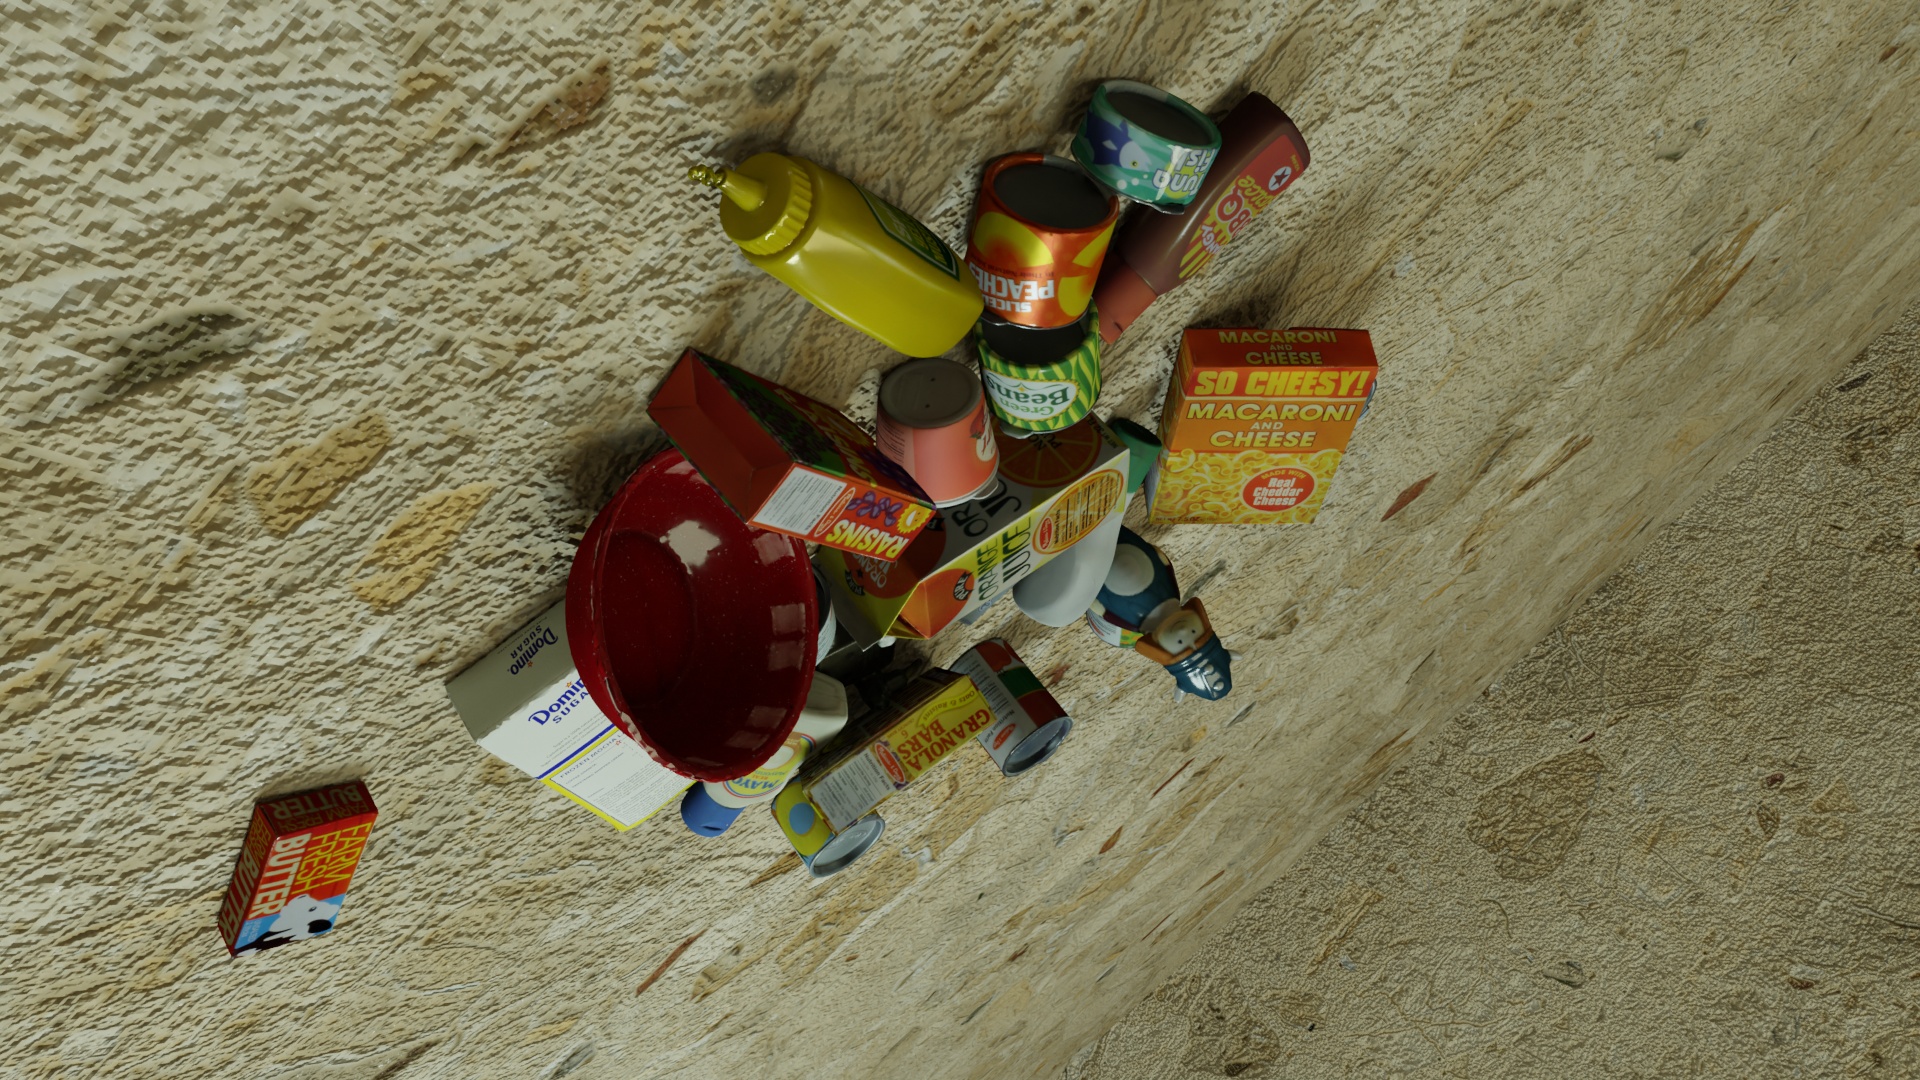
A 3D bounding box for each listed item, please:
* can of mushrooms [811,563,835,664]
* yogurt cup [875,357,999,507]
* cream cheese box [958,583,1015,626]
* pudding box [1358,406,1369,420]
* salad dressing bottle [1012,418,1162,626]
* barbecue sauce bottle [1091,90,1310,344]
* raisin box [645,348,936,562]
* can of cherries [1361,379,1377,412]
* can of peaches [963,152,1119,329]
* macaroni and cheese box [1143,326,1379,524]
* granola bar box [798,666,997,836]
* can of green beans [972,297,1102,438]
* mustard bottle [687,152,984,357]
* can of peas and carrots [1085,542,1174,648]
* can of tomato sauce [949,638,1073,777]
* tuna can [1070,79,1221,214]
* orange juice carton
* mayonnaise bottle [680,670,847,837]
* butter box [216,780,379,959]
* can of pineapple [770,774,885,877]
[{"bbox_3d":[-0.105,0.042,0.768,0.071,0.071,0.033,-32,153,-16],"label":"can of mushrooms"},{"bbox_3d":[-0.014,-0.059,0.733,0.072,0.072,0.053,-30,143,-21],"label":"yogurt cup"},{"bbox_3d":[-0.001,0.023,0.915,0.053,0.024,0.103,-45,153,8],"label":"cream cheese box"},{"bbox_3d":[0.282,-0.091,1.103,0.083,0.030,0.049,-45,152,8],"label":"pudding box"},{"bbox_3d":[0.086,-0.012,0.941,0.044,0.064,0.147,10,119,-36],"label":"salad dressing bottle"},{"bbox_3d":[0.122,-0.172,0.759,0.148,0.044,0.065,-44,155,8],"label":"barbecue sauce bottle"},{"bbox_3d":[-0.076,-0.038,0.657,0.040,0.086,0.123,-52,151,11],"label":"raisin box"},{"bbox_3d":[0.257,-0.112,1.008,0.072,0.058,0.071,-30,152,-18],"label":"can of cherries"},{"bbox_3d":[0.036,-0.143,0.665,0.071,0.071,0.057,-23,148,-31],"label":"can of peaches"},{"bbox_3d":[0.199,-0.075,0.949,0.124,0.040,0.165,-1,144,-4],"label":"macaroni and cheese box"},{"bbox_3d":[-0.047,0.135,0.928,0.124,0.039,0.165,-34,-178,-9],"label":"granola bar box"},{"bbox_3d":[0.042,-0.100,0.738,0.071,0.071,0.057,-34,152,-12],"label":"can of green beans"},{"bbox_3d":[-0.053,-0.125,0.584,0.048,0.065,0.160,-45,150,18],"label":"mustard bottle"},{"bbox_3d":[0.132,0.040,1.067,0.071,0.071,0.058,-32,151,-16],"label":"can of peas and carrots"},{"bbox_3d":[0.035,0.126,1.053,0.071,0.083,0.070,-31,152,-18],"label":"can of tomato sauce"},{"bbox_3d":[0.090,-0.188,0.662,0.071,0.071,0.032,-15,143,-40],"label":"tuna can"},{"bbox_3d":[0.003,-0.010,0.818,0.193,0.072,0.072,-32,152,-16],"label":"orange juice carton"},{"bbox_3d":[-0.131,0.137,0.882,0.065,0.041,0.147,16,131,-30],"label":"mayonnaise bottle"},{"bbox_3d":[-0.334,0.166,0.701,0.053,0.024,0.103,-8,139,-48],"label":"butter box"},{"bbox_3d":[-0.097,0.205,1.029,0.071,0.058,0.070,-31,152,-19],"label":"can of pineapple"}]
